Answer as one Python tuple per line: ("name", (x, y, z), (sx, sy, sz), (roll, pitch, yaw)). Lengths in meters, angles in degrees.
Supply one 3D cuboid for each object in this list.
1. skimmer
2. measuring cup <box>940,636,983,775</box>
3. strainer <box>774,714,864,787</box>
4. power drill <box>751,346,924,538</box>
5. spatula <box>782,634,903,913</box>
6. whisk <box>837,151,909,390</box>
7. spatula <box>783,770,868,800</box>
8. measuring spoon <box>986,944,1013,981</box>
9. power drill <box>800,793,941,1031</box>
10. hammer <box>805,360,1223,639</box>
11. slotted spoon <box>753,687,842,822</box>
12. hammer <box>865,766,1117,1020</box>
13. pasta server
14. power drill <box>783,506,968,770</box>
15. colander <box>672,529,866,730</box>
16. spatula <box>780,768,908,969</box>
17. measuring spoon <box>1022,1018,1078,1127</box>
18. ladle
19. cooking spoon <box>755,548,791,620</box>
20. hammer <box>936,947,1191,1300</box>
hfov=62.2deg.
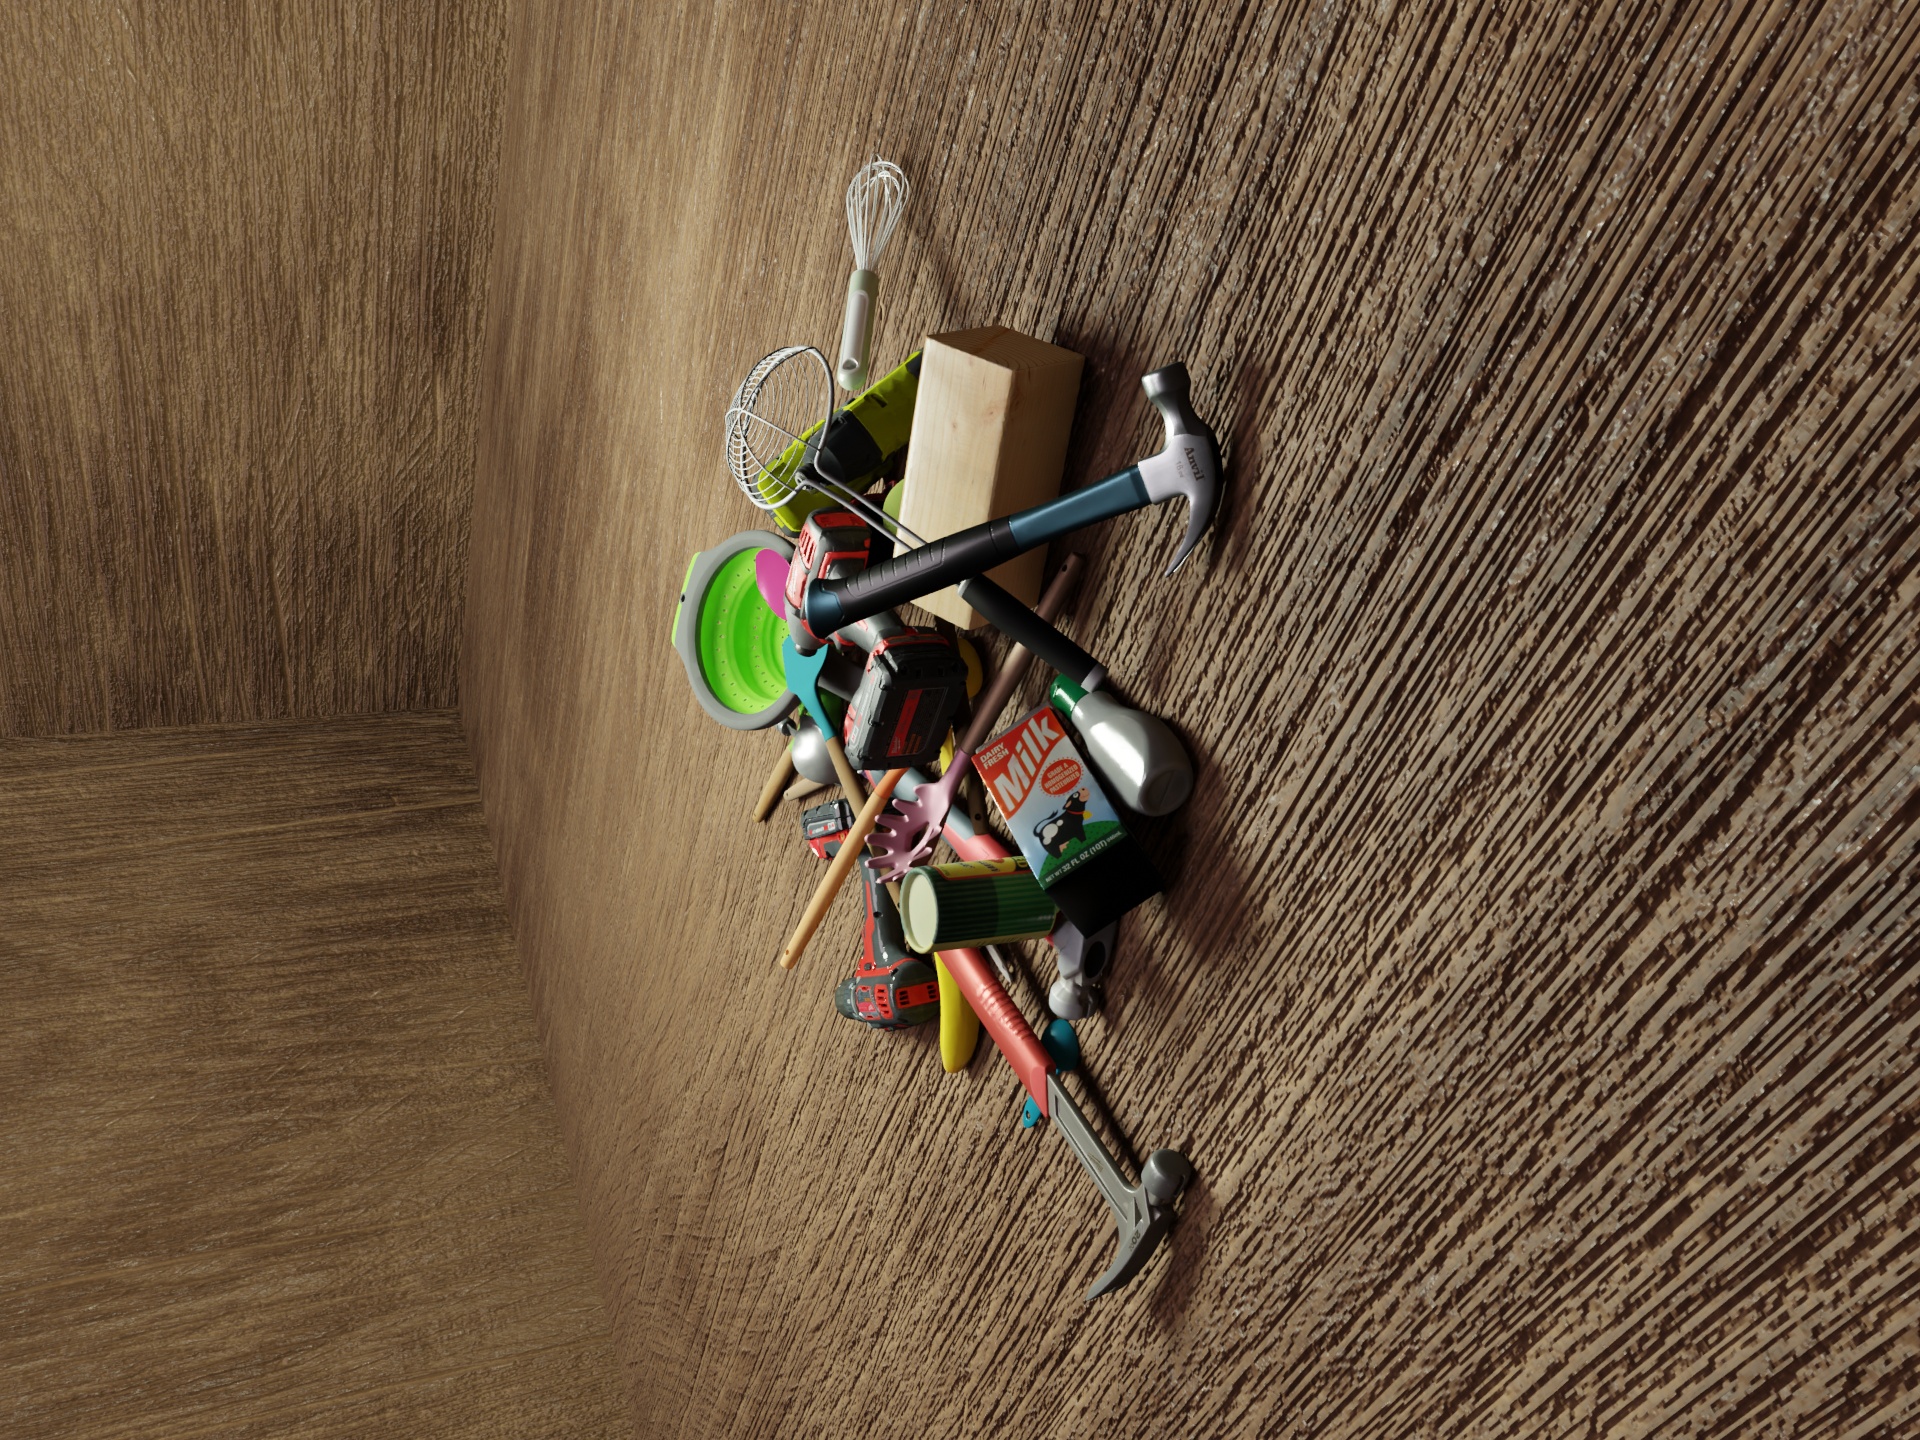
("skimmer", (-0.032, -0.145, 1.191), (0.363, 0.090, 0.127), (37, 116, 7))
("measuring cup", (-0.002, -0.004, 1.404), (0.062, 0.029, 0.156), (42, 144, 44))
("strainer", (-0.181, 0.012, 1.679), (0.259, 0.050, 0.086), (36, 148, 52))
("power drill", (-0.101, -0.238, 1.403), (0.080, 0.171, 0.223), (52, 159, -8))
("spatula", (-0.100, 0.039, 1.478), (0.082, 0.044, 0.318), (-36, 69, 33))
("whisk", (-0.082, -0.393, 1.389), (0.059, 0.058, 0.246), (64, -152, -63))
("spatula", (-0.127, 0.053, 1.664), (0.316, 0.018, 0.060), (-26, 76, 61))
("measuring spoon", (0.022, 0.176, 1.394), (0.124, 0.018, 0.034), (59, 162, 30))
("power drill", (-0.092, 0.191, 1.559), (0.188, 0.080, 0.227), (-23, 77, 63))
("hammer", (0.028, -0.126, 1.101), (0.331, 0.033, 0.128), (-19, 98, 28))
("slotted spoon", (-0.192, 0.045, 1.786), (0.313, 0.031, 0.070), (-55, 50, 55))
("hammer", (0.015, 0.093, 1.350), (0.387, 0.038, 0.143), (40, 128, 53))
("pasta server", (0.013, 0.001, 1.256), (0.060, 0.040, 0.316), (51, 121, 41))
("power drill", (-0.086, -0.064, 1.336), (0.220, 0.078, 0.143), (56, 139, 39))
("colander", (-0.132, -0.062, 1.592), (0.397, 0.094, 0.204), (26, 105, 40))
("spatula", (-0.089, 0.085, 1.421), (0.081, 0.041, 0.322), (41, 106, 48))
("measuring spoon", (0.065, 0.296, 1.311), (0.042, 0.021, 0.128), (60, 142, 41))
("ladle", (-0.008, -0.059, 1.332), (0.062, 0.078, 0.320), (53, -153, -77))
("cooking spoon", (-0.110, -0.097, 1.467), (0.319, 0.017, 0.068), (30, 128, 48))
("hammer", (0.050, 0.275, 1.272), (0.359, 0.036, 0.149), (52, 132, 39))
